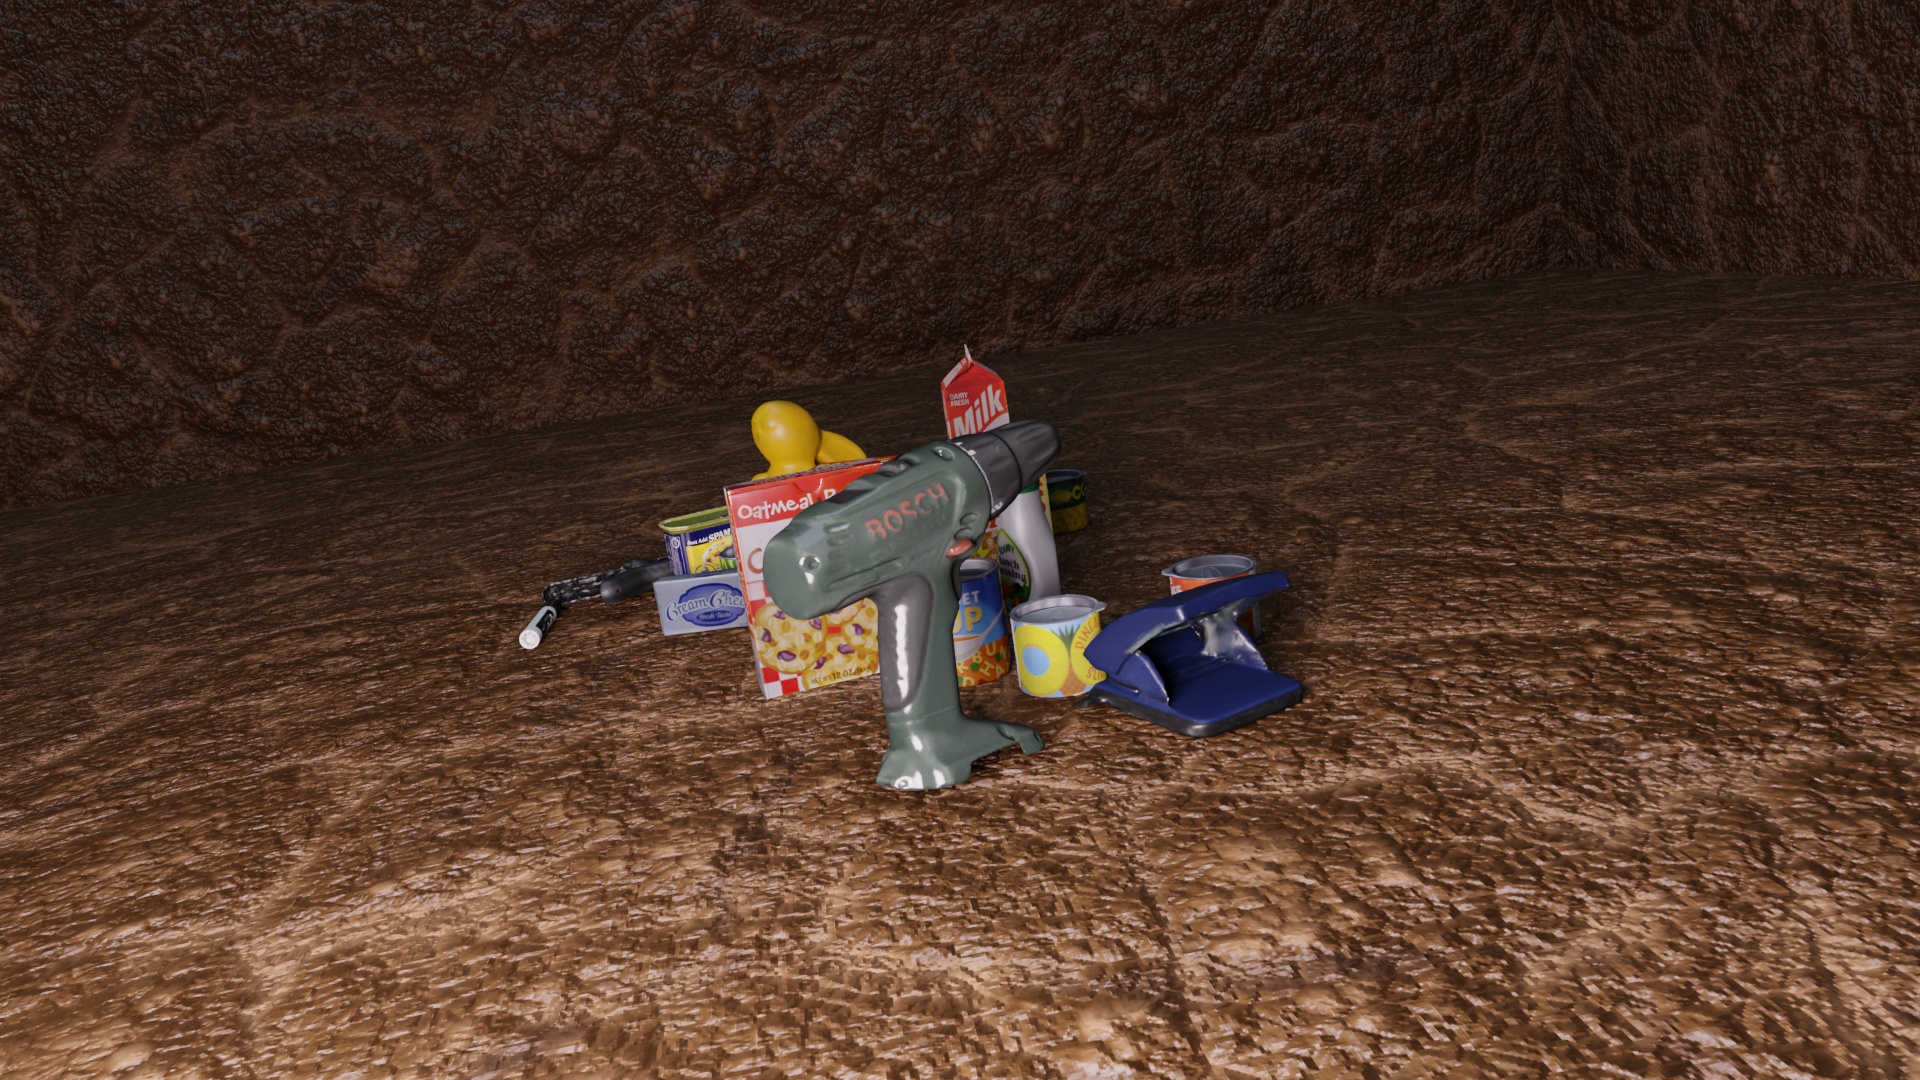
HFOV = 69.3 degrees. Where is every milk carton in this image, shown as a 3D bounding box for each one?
[{"bbox_3d":[0.021,-0.134,1.637,0.073,0.190,0.072,-9,13,-2],"label":"milk carton"}]

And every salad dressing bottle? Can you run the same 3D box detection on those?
[{"bbox_3d":[0.054,-0.008,1.180,0.044,0.147,0.064,-14,14,-25],"label":"salad dressing bottle"}]

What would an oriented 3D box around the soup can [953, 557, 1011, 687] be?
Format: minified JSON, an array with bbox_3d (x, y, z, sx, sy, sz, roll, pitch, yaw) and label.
[{"bbox_3d":[0.001,0.063,1.056,0.071,0.083,0.071,-8,13,2],"label":"soup can"}]

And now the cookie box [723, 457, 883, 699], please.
[{"bbox_3d":[-0.109,0.028,1.086,0.123,0.167,0.040,-12,13,-15],"label":"cookie box"}]

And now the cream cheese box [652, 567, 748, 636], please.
[{"bbox_3d":[-0.229,0.056,1.291,0.104,0.053,0.024,-7,13,6],"label":"cream cheese box"}]

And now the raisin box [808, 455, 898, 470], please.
[{"bbox_3d":[-0.096,-0.017,1.361,0.086,0.123,0.040,-4,14,19],"label":"raisin box"}]

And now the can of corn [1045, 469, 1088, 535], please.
[{"bbox_3d":[0.103,-0.041,1.483,0.071,0.058,0.071,-8,13,2],"label":"can of corn"}]

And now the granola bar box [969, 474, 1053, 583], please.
[{"bbox_3d":[0.005,-0.016,1.297,0.166,0.124,0.039,-15,14,-27],"label":"granola bar box"}]

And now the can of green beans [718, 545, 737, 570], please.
[{"bbox_3d":[-0.197,0.035,1.346,0.071,0.057,0.071,-8,13,2],"label":"can of green beans"}]

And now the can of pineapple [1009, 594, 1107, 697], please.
[{"bbox_3d":[0.073,0.076,1.011,0.071,0.057,0.071,-8,13,2],"label":"can of pineapple"}]

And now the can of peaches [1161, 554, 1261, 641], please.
[{"bbox_3d":[0.192,0.047,1.061,0.071,0.058,0.071,-8,13,2],"label":"can of peaches"}]
